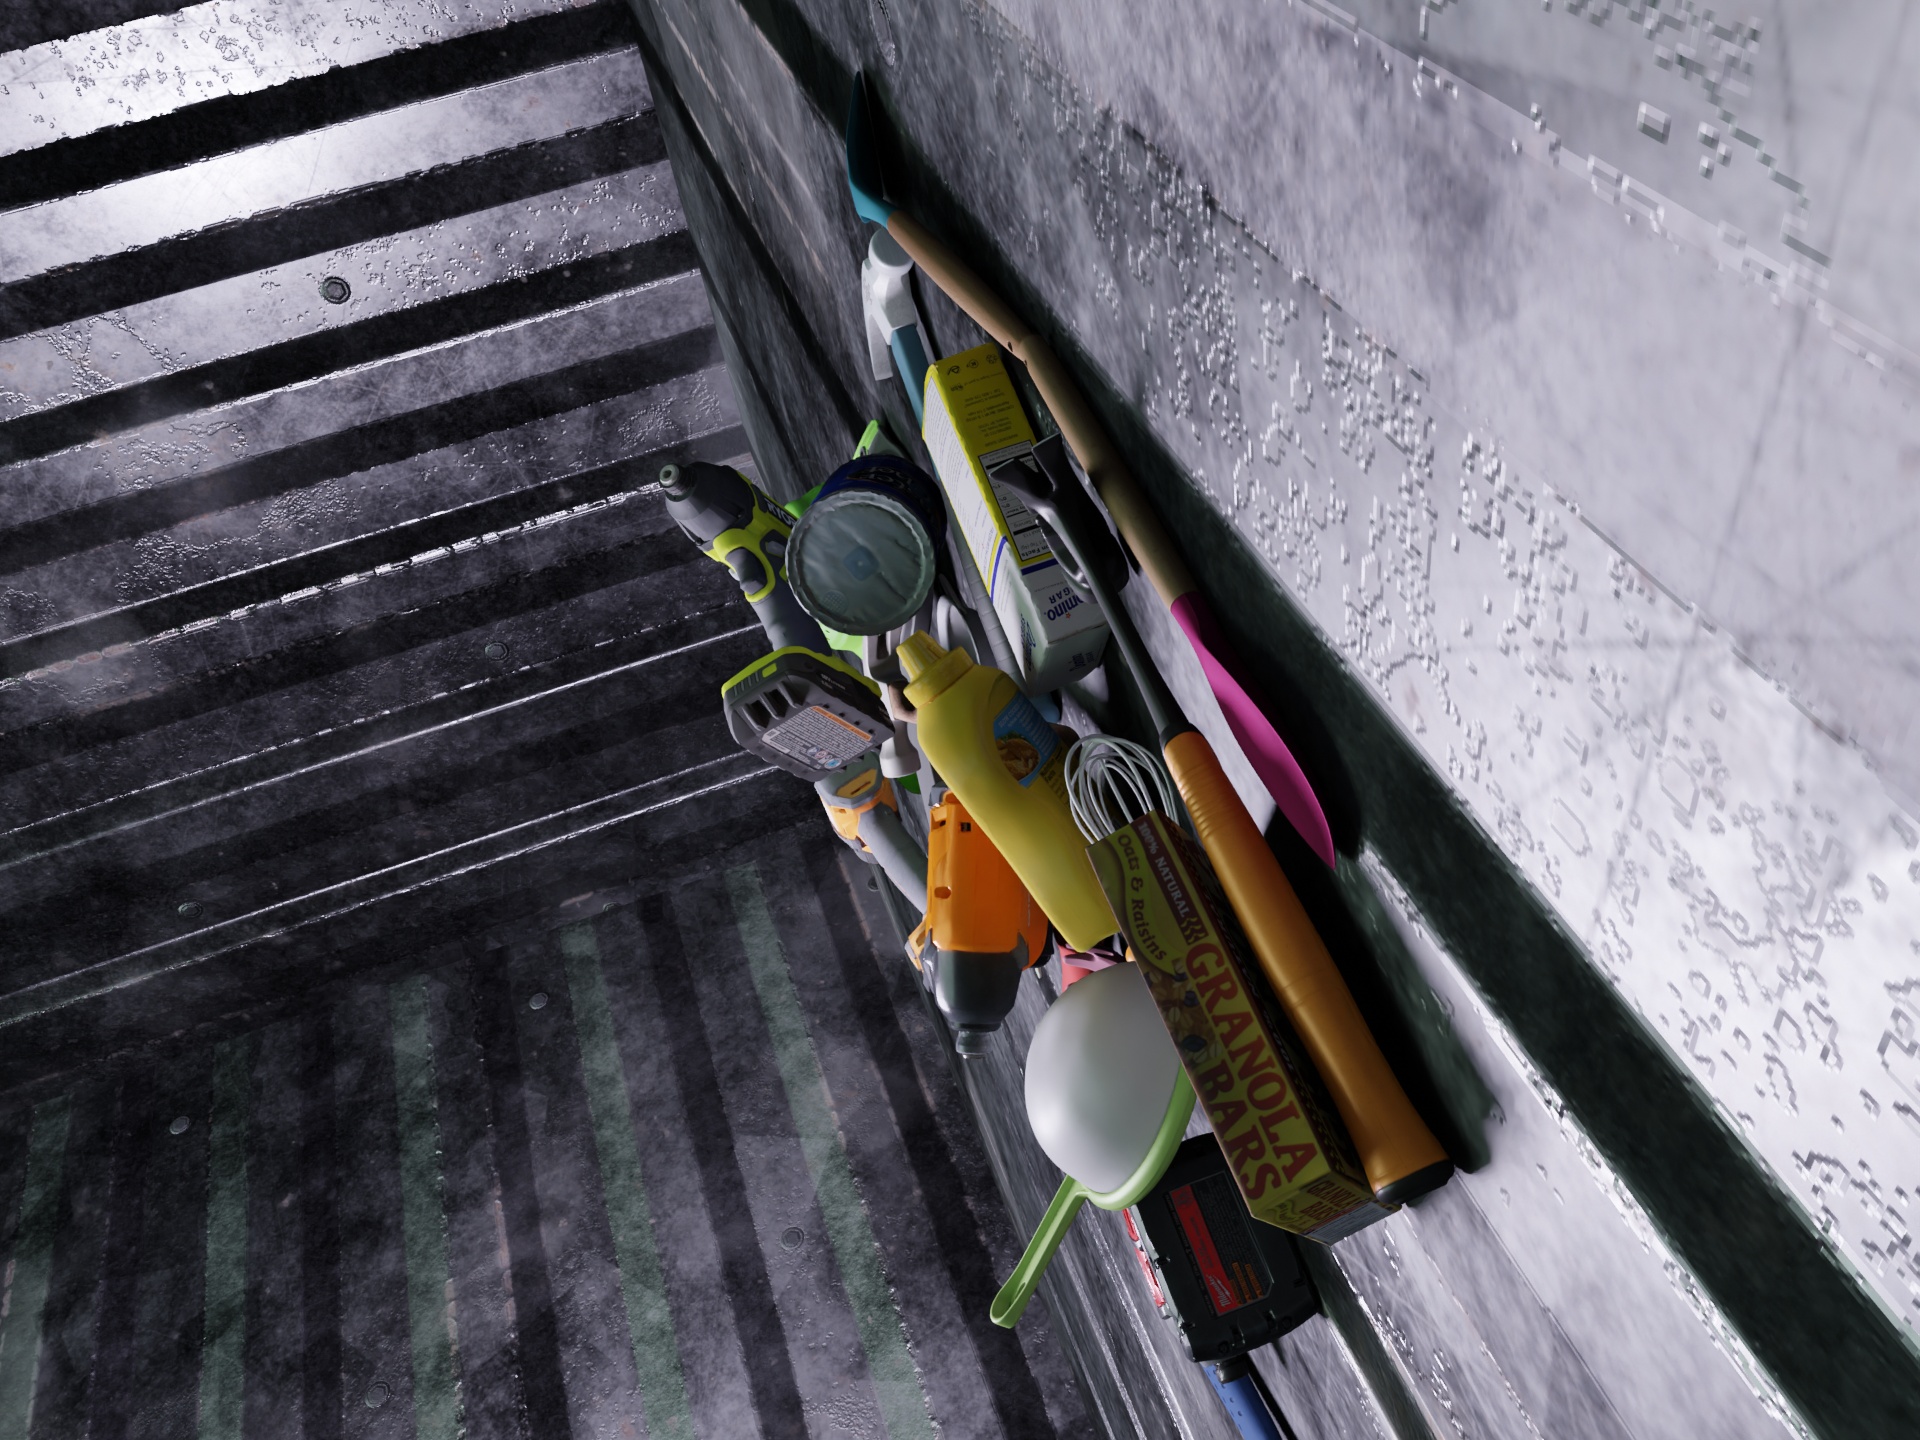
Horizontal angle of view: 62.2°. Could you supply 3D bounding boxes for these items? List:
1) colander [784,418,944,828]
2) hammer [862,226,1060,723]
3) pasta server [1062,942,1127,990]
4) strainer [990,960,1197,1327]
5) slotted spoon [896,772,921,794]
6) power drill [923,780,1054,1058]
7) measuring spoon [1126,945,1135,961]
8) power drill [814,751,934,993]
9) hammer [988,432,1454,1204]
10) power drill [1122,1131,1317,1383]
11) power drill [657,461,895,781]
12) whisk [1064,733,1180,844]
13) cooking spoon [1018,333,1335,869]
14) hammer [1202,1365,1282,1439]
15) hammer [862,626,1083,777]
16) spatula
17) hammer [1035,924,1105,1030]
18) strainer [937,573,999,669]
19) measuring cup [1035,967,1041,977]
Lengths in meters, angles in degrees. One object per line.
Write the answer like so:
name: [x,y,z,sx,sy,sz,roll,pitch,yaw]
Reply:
colander: [-0.081,-0.056,1.304,0.204,0.094,0.397,125,135,-60]
hammer: [-0.001,-0.148,1.048,0.128,0.033,0.331,142,109,-81]
pasta server: [0.123,0.193,0.962,0.316,0.040,0.060,-151,54,-77]
strainer: [0.055,0.242,0.920,0.152,0.069,0.256,-109,42,-69]
slotted spoon: [0.002,0.027,1.278,0.314,0.031,0.070,176,84,-70]
power drill: [0.017,0.122,1.021,0.226,0.084,0.164,36,-124,-83]
measuring spoon: [0.103,0.112,1.003,0.021,0.011,0.116,-122,16,-59]
power drill: [-0.042,0.138,1.368,0.226,0.084,0.185,52,169,24]
hammer: [0.105,0.035,0.654,0.337,0.034,0.127,65,-170,24]
power drill: [0.150,0.335,0.979,0.219,0.078,0.143,84,166,-68]
power drill: [-0.139,-0.079,1.145,0.171,0.080,0.223,33,-151,-57]
whisk: [0.117,0.115,0.801,0.057,0.059,0.246,-47,63,49]
cooking spoon: [0.087,-0.068,0.683,0.068,0.017,0.319,65,180,-53]
hammer: [0.213,0.502,1.052,0.406,0.035,0.144,-126,20,-66]
hammer: [-0.002,-0.003,1.077,0.331,0.031,0.130,-162,58,-67]
spatula: [-0.016,-0.278,0.903,0.318,0.044,0.082,-123,17,-45]
hammer: [0.098,0.248,1.265,0.358,0.036,0.149,84,165,-59]
strainer: [0.008,0.009,1.169,0.087,0.050,0.258,-129,34,-56]
measuring cup: [0.068,0.155,1.256,0.167,0.038,0.083,78,170,-51]
